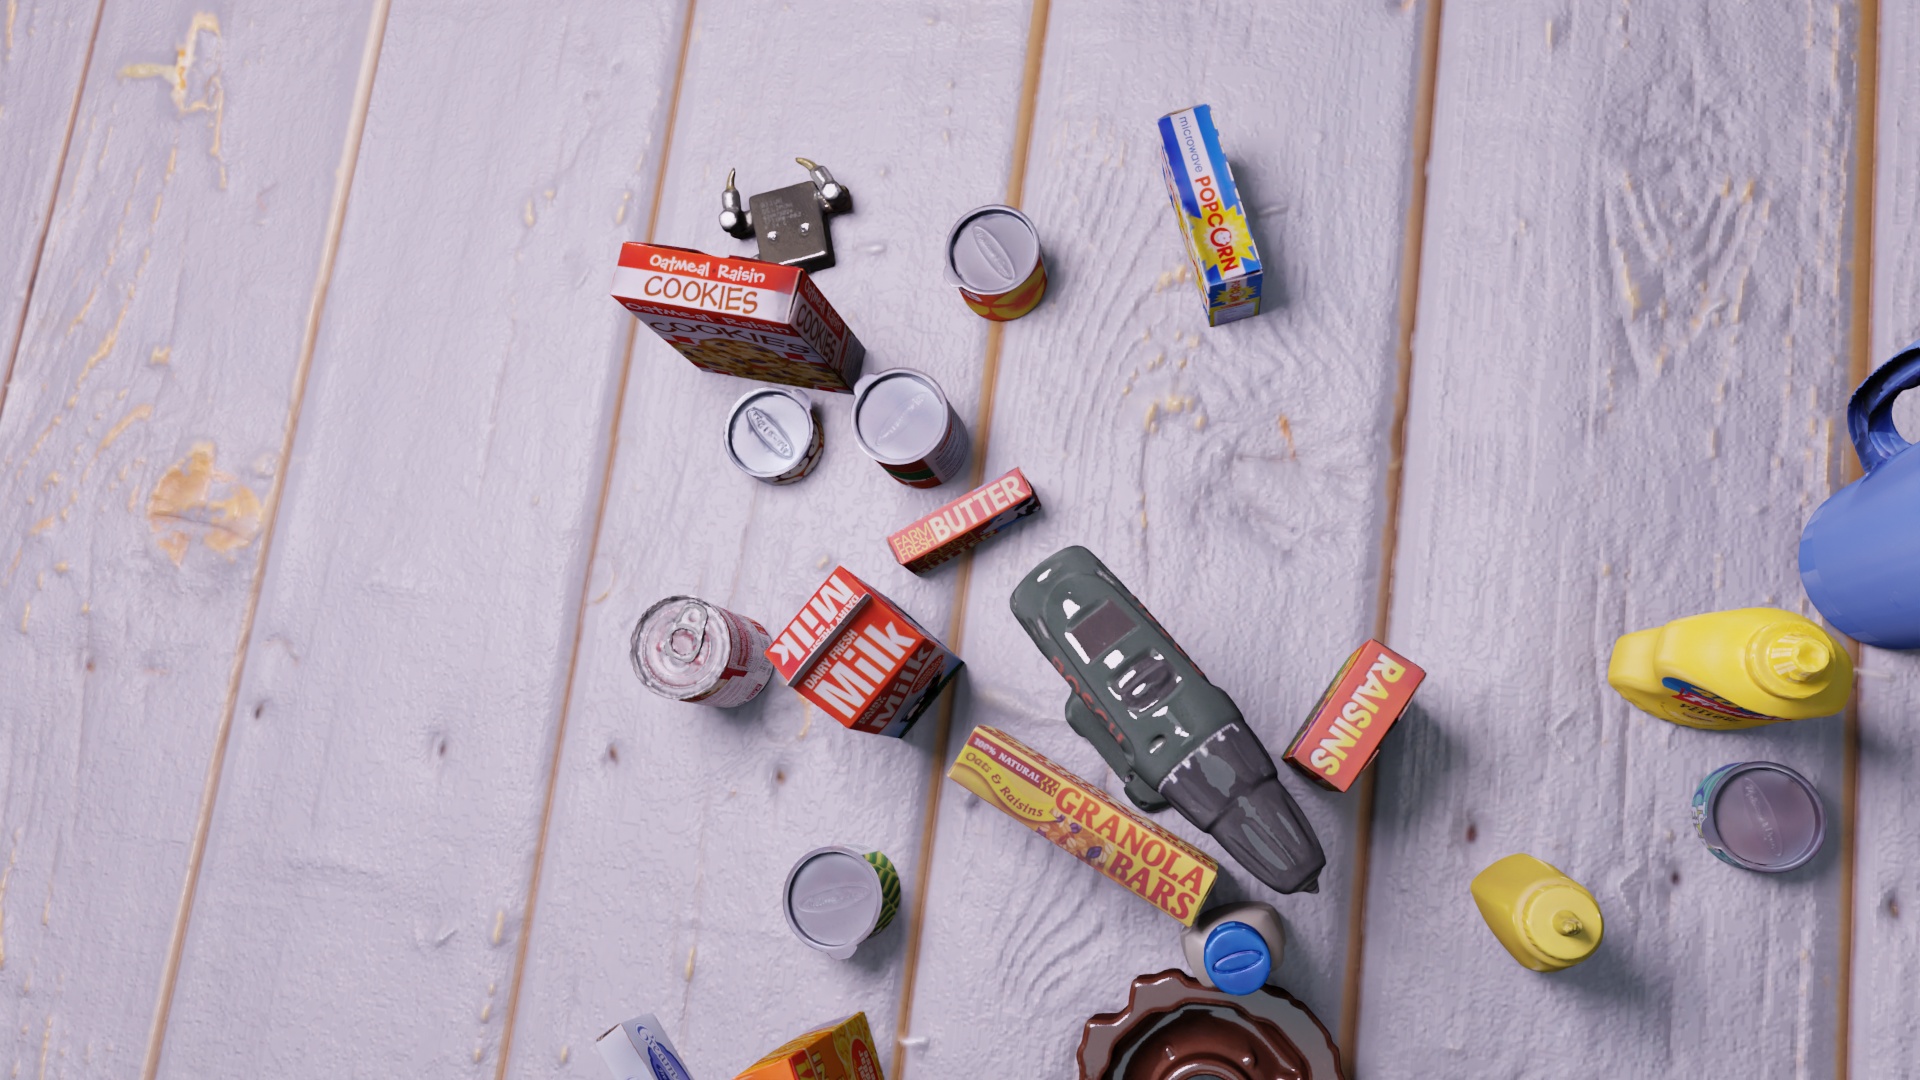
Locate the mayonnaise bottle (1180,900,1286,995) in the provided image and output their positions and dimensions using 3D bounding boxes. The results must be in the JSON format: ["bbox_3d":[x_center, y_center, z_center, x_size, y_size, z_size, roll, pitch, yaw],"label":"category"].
[{"bbox_3d":[0.163,0.242,0.825,0.065,0.148,0.041,-19,77,6],"label":"mayonnaise bottle"}]

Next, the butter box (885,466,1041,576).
[{"bbox_3d":[0.003,-0.012,0.949,0.103,0.053,0.024,-28,76,4],"label":"butter box"}]

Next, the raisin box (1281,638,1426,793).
[{"bbox_3d":[0.238,0.110,0.850,0.040,0.123,0.086,35,87,14],"label":"raisin box"}]

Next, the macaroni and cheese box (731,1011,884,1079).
[{"bbox_3d":[-0.077,0.361,0.834,0.040,0.166,0.124,-20,77,6],"label":"macaroni and cheese box"}]

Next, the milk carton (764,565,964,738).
[{"bbox_3d":[-0.060,0.072,0.874,0.073,0.190,0.072,39,89,14],"label":"milk carton"}]

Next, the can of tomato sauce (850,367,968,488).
[{"bbox_3d":[-0.035,-0.076,0.953,0.071,0.083,0.071,-2,80,10],"label":"can of tomato sauce"}]

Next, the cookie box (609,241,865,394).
[{"bbox_3d":[-0.145,-0.148,0.942,0.123,0.167,0.040,10,82,12],"label":"cookie box"}]

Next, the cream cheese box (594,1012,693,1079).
[{"bbox_3d":[-0.195,0.363,0.913,0.024,0.053,0.104,-37,76,2],"label":"cream cheese box"}]

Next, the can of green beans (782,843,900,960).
[{"bbox_3d":[-0.077,0.234,0.914,0.071,0.057,0.071,-2,79,10],"label":"can of green beans"}]

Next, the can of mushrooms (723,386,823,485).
[{"bbox_3d":[-0.131,-0.076,0.995,0.071,0.033,0.071,-2,79,10],"label":"can of mushrooms"}]

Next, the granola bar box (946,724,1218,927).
[{"bbox_3d":[0.080,0.174,0.864,0.166,0.124,0.039,30,86,14],"label":"granola bar box"}]

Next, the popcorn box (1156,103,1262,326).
[{"bbox_3d":[0.169,-0.219,0.944,0.038,0.085,0.127,-16,77,7],"label":"popcorn box"}]

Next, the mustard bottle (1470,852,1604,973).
[{"bbox_3d":[0.335,0.215,0.794,0.049,0.160,0.065,-33,76,3],"label":"mustard bottle"}]

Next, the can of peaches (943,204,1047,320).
[{"bbox_3d":[0.024,-0.193,0.978,0.071,0.058,0.071,-2,79,10],"label":"can of peaches"}]

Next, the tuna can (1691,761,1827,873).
[{"bbox_3d":[0.481,0.168,0.843,0.071,0.033,0.071,-2,79,10],"label":"tuna can"}]
